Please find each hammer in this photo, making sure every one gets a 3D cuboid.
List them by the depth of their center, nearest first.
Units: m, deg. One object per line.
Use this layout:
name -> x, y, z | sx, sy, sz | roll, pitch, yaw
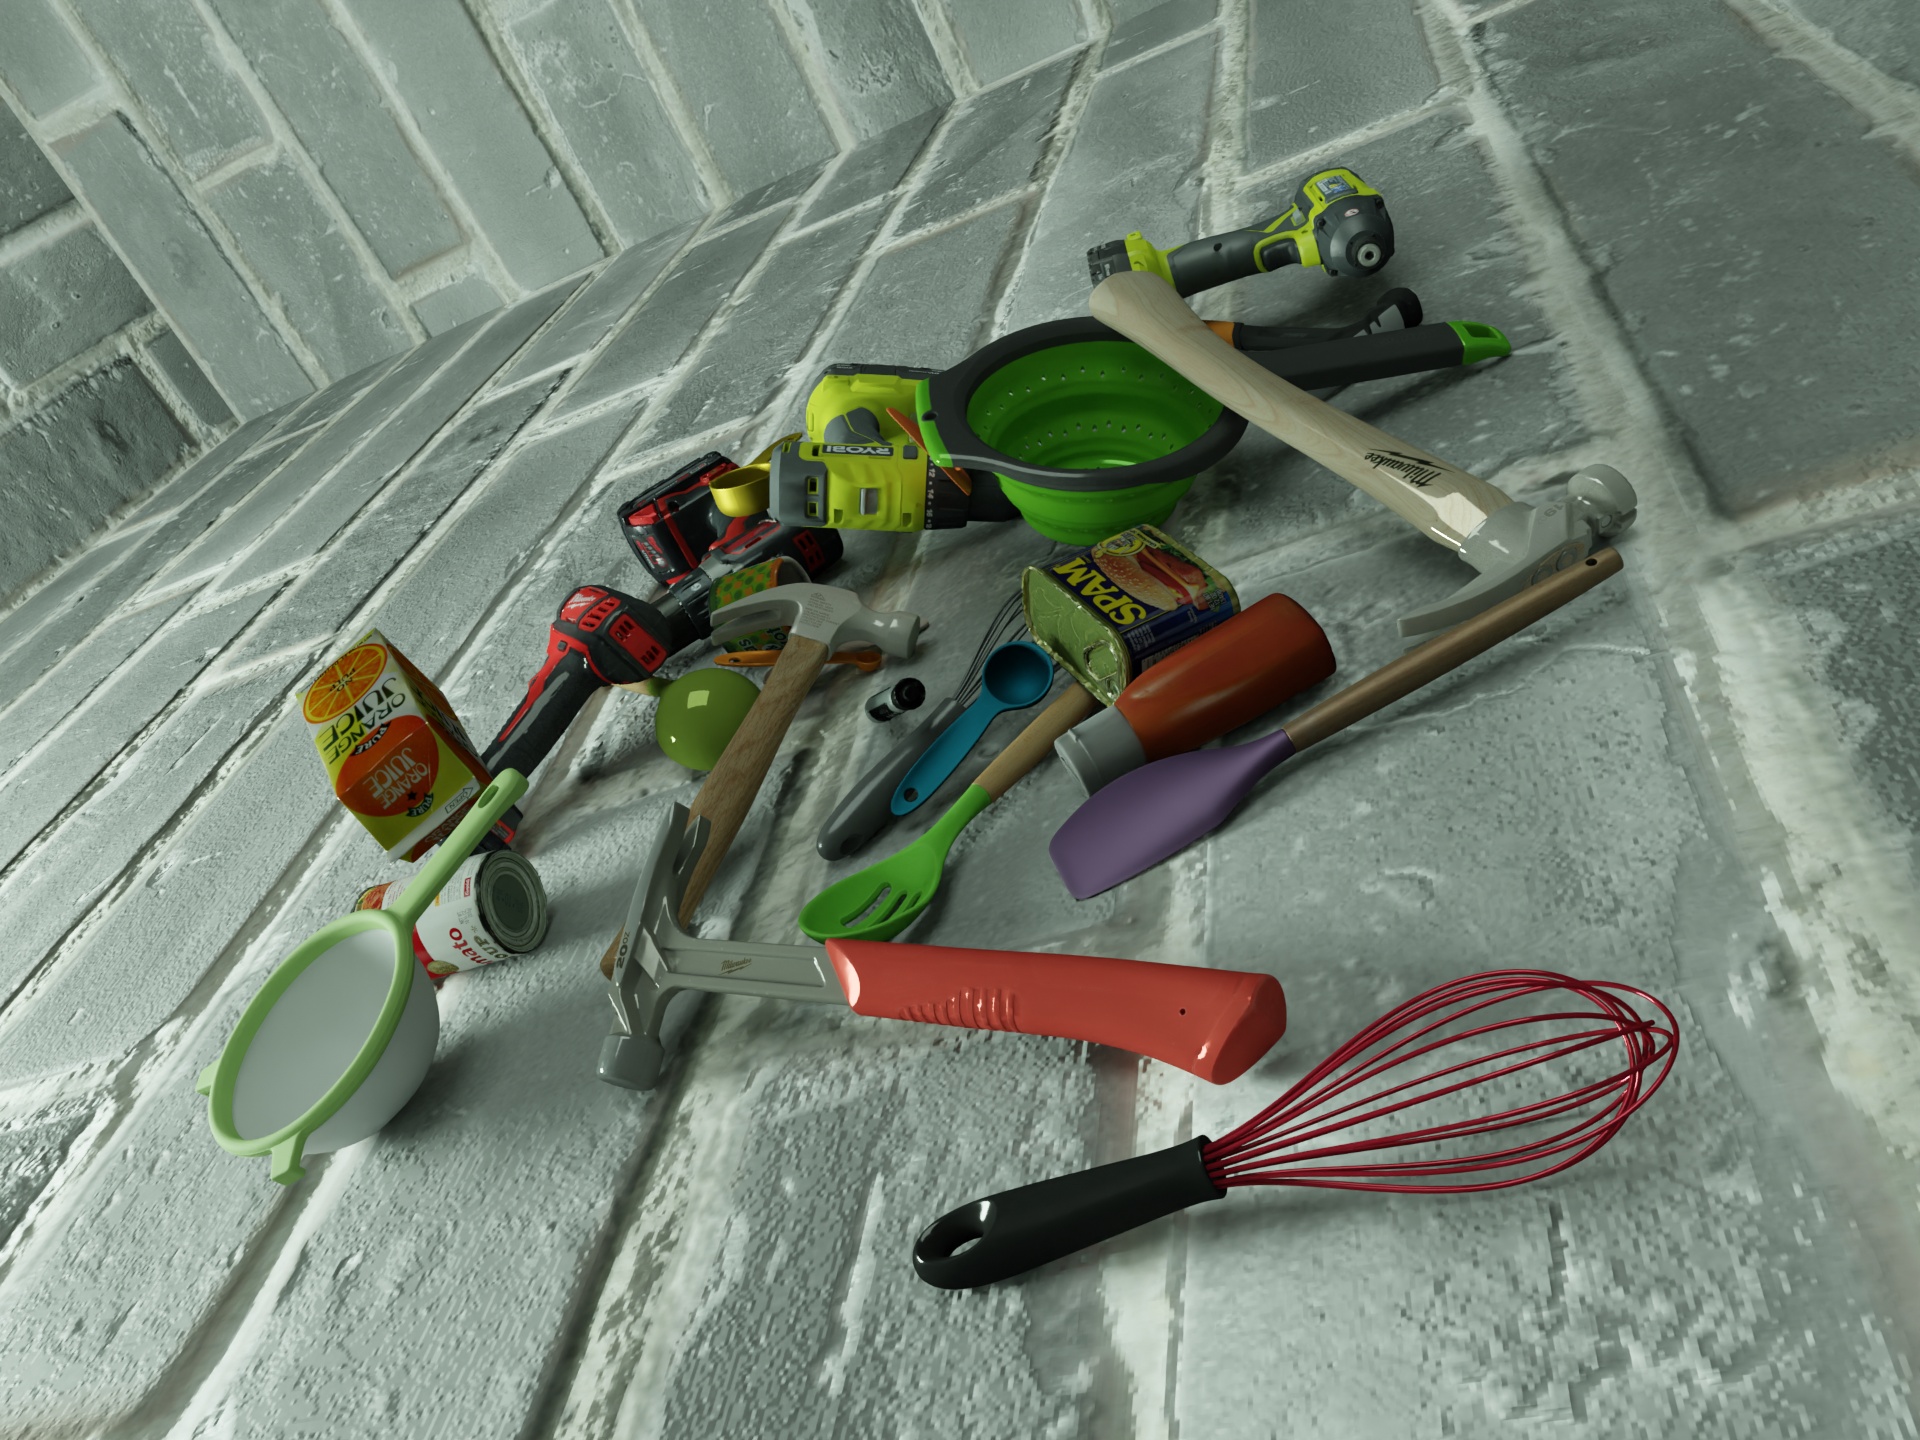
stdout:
hammer -> -0.022, 0.112, 0.738 | 0.359, 0.036, 0.149 | -2, 65, 34
hammer -> 0.192, -0.178, 0.951 | 0.146, 0.038, 0.411 | -33, 45, -9
hammer -> -0.138, 0.028, 0.987 | 0.130, 0.031, 0.331 | 16, 48, 9
hammer -> 0.200, -0.300, 1.265 | 0.127, 0.034, 0.337 | -38, 29, -19

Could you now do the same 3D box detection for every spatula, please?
spatula -> 0.185, -0.004, 0.791 | 0.316, 0.018, 0.060 | -29, 45, 4
spatula -> 0.036, -0.225, 1.200 | 0.041, 0.081, 0.322 | -45, -4, 34

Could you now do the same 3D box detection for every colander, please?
colander -> 0.172, -0.197, 1.078 | 0.397, 0.094, 0.205 | -10, 42, -2

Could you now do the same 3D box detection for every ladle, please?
ladle -> -0.229, -0.017, 1.186 | 0.078, 0.062, 0.320 | -35, 22, -20

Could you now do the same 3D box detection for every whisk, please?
whisk -> 0.109, 0.155, 0.573 | 0.296, 0.073, 0.073 | -24, 28, 20
whisk -> -0.002, -0.003, 0.946 | 0.239, 0.055, 0.055 | -46, 32, -21

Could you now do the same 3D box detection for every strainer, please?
strainer -> -0.318, 0.146, 0.918 | 0.152, 0.069, 0.256 | 14, 63, 48

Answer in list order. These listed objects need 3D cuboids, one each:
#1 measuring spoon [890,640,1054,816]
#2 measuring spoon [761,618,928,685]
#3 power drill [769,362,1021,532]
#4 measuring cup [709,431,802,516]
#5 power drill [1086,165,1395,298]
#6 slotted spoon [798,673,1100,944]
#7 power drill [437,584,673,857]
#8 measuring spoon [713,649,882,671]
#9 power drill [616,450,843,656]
measuring spoon -> 0.006, 0.009, 0.916 | 0.042, 0.021, 0.128 | 38, 81, 24
measuring spoon -> -0.079, -0.044, 1.117 | 0.124, 0.018, 0.034 | -20, 29, 2
power drill -> -0.046, -0.211, 1.259 | 0.190, 0.080, 0.229 | 2, 29, -2
measuring cup -> -0.155, -0.203, 1.299 | 0.062, 0.029, 0.157 | -7, 23, 18
power drill -> 0.216, -0.351, 1.224 | 0.223, 0.080, 0.171 | -17, 28, 11
slotted spoon -> 0.030, 0.026, 0.887 | 0.070, 0.031, 0.314 | 9, 43, 48
power drill -> -0.309, -0.006, 1.138 | 0.220, 0.078, 0.143 | -51, 33, -12
measuring spoon -> -0.112, -0.039, 1.095 | 0.117, 0.011, 0.021 | 0, 29, 4
power drill -> -0.215, -0.134, 1.321 | 0.188, 0.080, 0.227 | -34, 32, -11
